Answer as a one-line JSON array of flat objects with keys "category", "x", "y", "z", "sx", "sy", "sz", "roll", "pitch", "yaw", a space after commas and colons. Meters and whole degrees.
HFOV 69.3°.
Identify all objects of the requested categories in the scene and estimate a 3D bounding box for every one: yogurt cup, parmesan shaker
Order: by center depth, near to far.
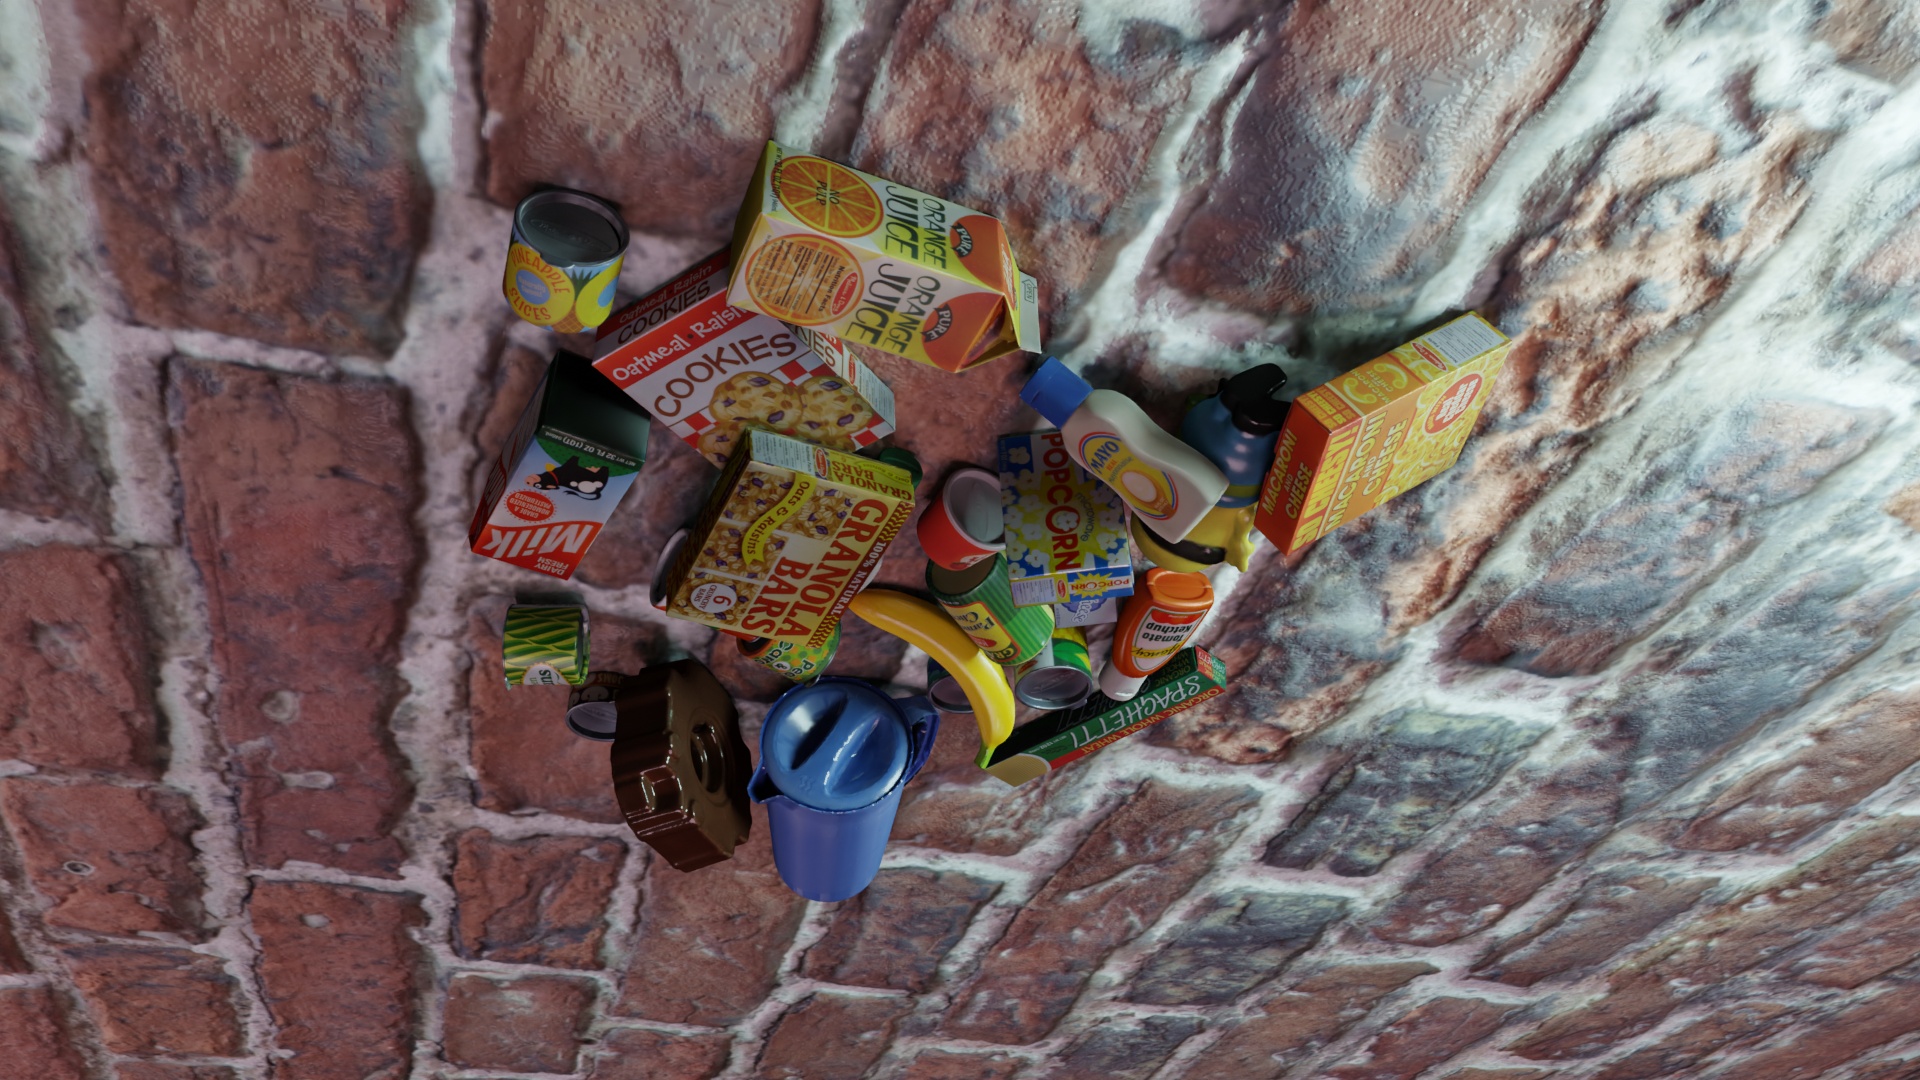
[{"category": "yogurt cup", "x": 0.004, "y": -0.013, "z": 1.033, "sx": 0.072, "sy": 0.073, "sz": 0.053, "roll": 20, "pitch": 143, "yaw": -26}, {"category": "parmesan shaker", "x": 0.022, "y": 0.045, "z": 1.103, "sx": 0.071, "sy": 0.072, "sz": 0.102, "roll": -20, "pitch": 137, "yaw": 19}]

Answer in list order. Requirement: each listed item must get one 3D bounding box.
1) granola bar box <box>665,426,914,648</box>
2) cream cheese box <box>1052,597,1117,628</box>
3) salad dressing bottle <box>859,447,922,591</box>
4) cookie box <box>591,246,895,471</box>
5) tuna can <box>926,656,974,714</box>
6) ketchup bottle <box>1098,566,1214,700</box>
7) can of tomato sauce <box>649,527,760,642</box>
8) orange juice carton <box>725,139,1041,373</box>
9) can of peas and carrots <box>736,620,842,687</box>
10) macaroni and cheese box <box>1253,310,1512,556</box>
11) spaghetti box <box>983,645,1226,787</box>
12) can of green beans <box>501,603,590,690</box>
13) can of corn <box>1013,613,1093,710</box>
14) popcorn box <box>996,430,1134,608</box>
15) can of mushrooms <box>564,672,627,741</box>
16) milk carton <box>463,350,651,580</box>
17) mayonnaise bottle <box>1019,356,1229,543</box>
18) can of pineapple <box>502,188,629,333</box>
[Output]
[{"category": "granola bar box", "x": -0.124, "y": 0.002, "z": 0.987, "sx": 0.124, "sy": 0.039, "sz": 0.164, "roll": 15, "pitch": 132, "yaw": -25}, {"category": "cream cheese box", "x": 0.099, "y": 0.030, "z": 1.121, "sx": 0.053, "sy": 0.024, "sz": 0.103, "roll": -7, "pitch": 140, "yaw": 3}, {"category": "salad dressing bottle", "x": -0.077, "y": -0.010, "z": 1.047, "sx": 0.064, "sy": 0.044, "sz": 0.147, "roll": 19, "pitch": 134, "yaw": -22}, {"category": "cookie box", "x": -0.141, "y": -0.108, "z": 0.927, "sx": 0.122, "sy": 0.040, "sz": 0.167, "roll": -24, "pitch": 137, "yaw": 23}, {"category": "tuna can", "x": 0.005, "y": 0.120, "z": 1.216, "sx": 0.071, "sy": 0.033, "sz": 0.070, "roll": -2, "pitch": 141, "yaw": -2}, {"category": "ketchup bottle", "x": 0.157, "y": 0.081, "z": 1.171, "sx": 0.065, "sy": 0.044, "sz": 0.148, "roll": 4, "pitch": 141, "yaw": -16}, {"category": "can of tomato sauce", "x": -0.187, "y": 0.033, "z": 1.073, "sx": 0.083, "sy": 0.071, "sz": 0.071, "roll": 23, "pitch": 134, "yaw": -27}, {"category": "orange juice carton", "x": -0.038, "y": -0.164, "z": 0.840, "sx": 0.193, "sy": 0.072, "sz": 0.072, "roll": 14, "pitch": 137, "yaw": -20}, {"category": "can of peas and carrots", "x": -0.140, "y": 0.077, "z": 1.125, "sx": 0.070, "sy": 0.071, "sz": 0.058, "roll": -33, "pitch": 131, "yaw": 31}, {"category": "macaroni and cheese box", "x": 0.282, "y": -0.072, "z": 0.938, "sx": 0.167, "sy": 0.040, "sz": 0.123, "roll": -25, "pitch": 146, "yaw": -23}, {"category": "spaghetti box", "x": 0.129, "y": 0.165, "z": 1.282, "sx": 0.249, "sy": 0.029, "sz": 0.050, "roll": -30, "pitch": 134, "yaw": 29}, {"category": "can of green beans", "x": -0.334, "y": 0.084, "z": 1.124, "sx": 0.058, "sy": 0.071, "sz": 0.071, "roll": 1, "pitch": 140, "yaw": -5}, {"category": "can of corn", "x": 0.079, "y": 0.104, "z": 1.181, "sx": 0.071, "sy": 0.058, "sz": 0.070, "roll": -2, "pitch": 140, "yaw": -2}, {"category": "popcorn box", "x": 0.073, "y": -0.019, "z": 0.979, "sx": 0.085, "sy": 0.127, "sz": 0.038, "roll": -6, "pitch": 145, "yaw": 4}, {"category": "can of mushrooms", "x": -0.312, "y": 0.146, "z": 1.227, "sx": 0.071, "sy": 0.034, "sz": 0.070, "roll": -1, "pitch": 140, "yaw": -1}, {"category": "milk carton", "x": -0.286, "y": -0.037, "z": 0.975, "sx": 0.072, "sy": 0.074, "sz": 0.189, "roll": 21, "pitch": 135, "yaw": -26}, {"category": "mayonnaise bottle", "x": 0.107, "y": -0.065, "z": 0.938, "sx": 0.148, "sy": 0.041, "sz": 0.064, "roll": 39, "pitch": 141, "yaw": 3}, {"category": "can of pineapple", "x": -0.237, "y": -0.165, "z": 0.827, "sx": 0.071, "sy": 0.071, "sz": 0.057, "roll": 12, "pitch": 138, "yaw": -18}]
